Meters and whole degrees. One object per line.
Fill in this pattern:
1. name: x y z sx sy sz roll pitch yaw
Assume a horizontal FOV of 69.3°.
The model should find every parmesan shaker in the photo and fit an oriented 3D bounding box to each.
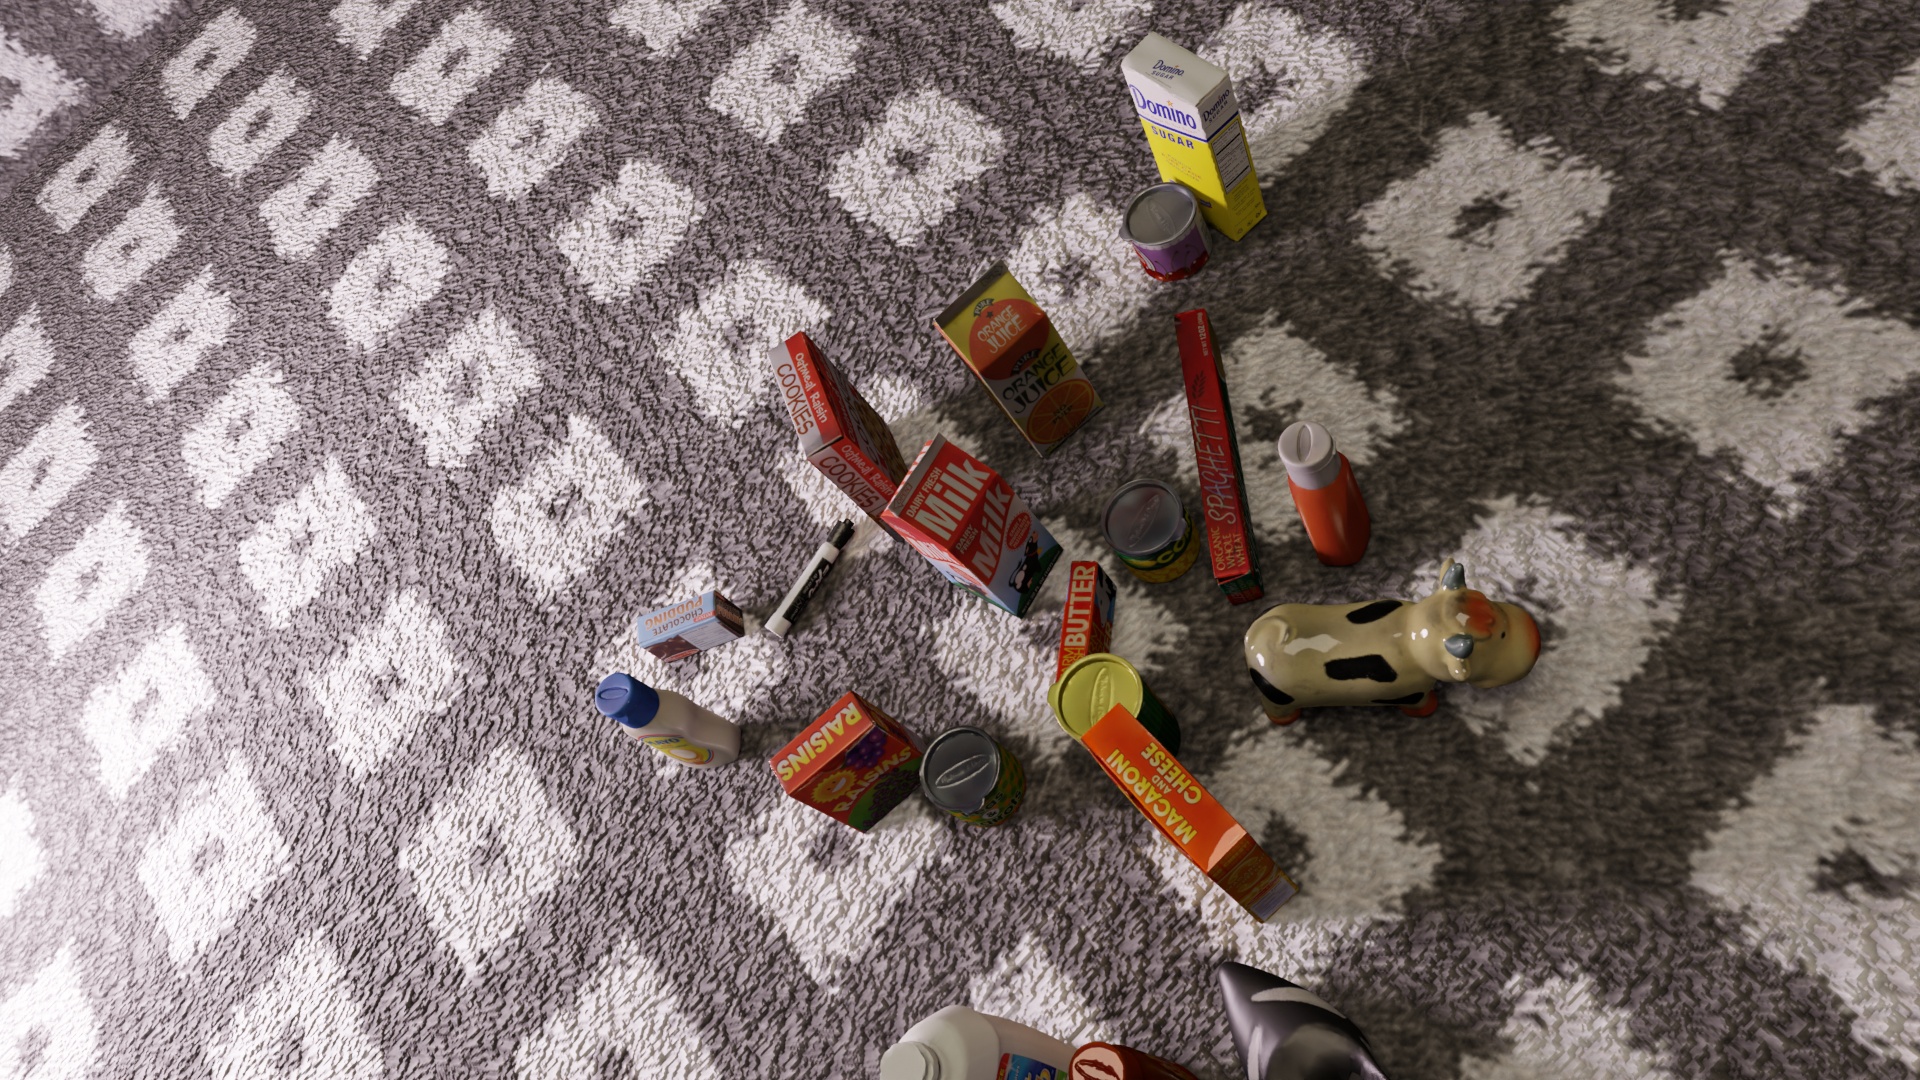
1. parmesan shaker: 0.114 0.130 1.018 0.071 0.103 0.071 -11 62 21

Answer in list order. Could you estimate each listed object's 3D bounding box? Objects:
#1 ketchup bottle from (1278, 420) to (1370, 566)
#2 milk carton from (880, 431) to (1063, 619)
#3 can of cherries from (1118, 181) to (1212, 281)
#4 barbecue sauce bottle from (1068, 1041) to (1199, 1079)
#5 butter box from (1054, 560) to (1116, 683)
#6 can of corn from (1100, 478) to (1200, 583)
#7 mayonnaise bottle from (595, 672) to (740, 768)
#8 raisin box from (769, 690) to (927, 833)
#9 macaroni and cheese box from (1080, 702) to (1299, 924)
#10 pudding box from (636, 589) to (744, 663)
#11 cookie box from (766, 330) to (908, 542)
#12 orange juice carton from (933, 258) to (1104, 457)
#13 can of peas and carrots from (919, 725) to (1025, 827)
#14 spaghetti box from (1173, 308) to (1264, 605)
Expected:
1. ketchup bottle: 0.264 -0.037 1.004 0.043 0.148 0.065 -3 65 24
2. milk carton: 0.004 -0.014 1.090 0.073 0.190 0.072 26 79 33
3. can of cherries: 0.179 -0.268 1.216 0.071 0.058 0.072 -11 62 20
4. barbecue sauce bottle: 0.109 0.346 0.884 0.065 0.148 0.044 13 72 30
5. butter box: 0.099 0.072 1.085 0.024 0.053 0.104 -1 65 25
6. can of corn: 0.153 -0.006 1.096 0.071 0.058 0.071 -11 62 20
7. mayonnaise bottle: -0.244 0.150 1.150 0.064 0.147 0.041 -9 62 21
8. raisin box: -0.080 0.174 1.075 0.086 0.123 0.040 -40 56 2
9. macaroni and cheese box: 0.156 0.186 0.932 0.040 0.166 0.124 -44 55 0
10. pudding box: -0.243 0.078 1.245 0.083 0.049 0.030 -20 59 15
11. cookie box: -0.093 -0.087 1.186 0.040 0.167 0.123 -31 56 9
12. orange juice carton: 0.043 -0.154 1.141 0.072 0.192 0.073 -41 56 2
13. can of peas and carrots: 0.011 0.184 1.066 0.071 0.058 0.071 -11 62 20
14. spaghetti box: 0.205 -0.070 1.109 0.028 0.050 0.251 -14 60 19
